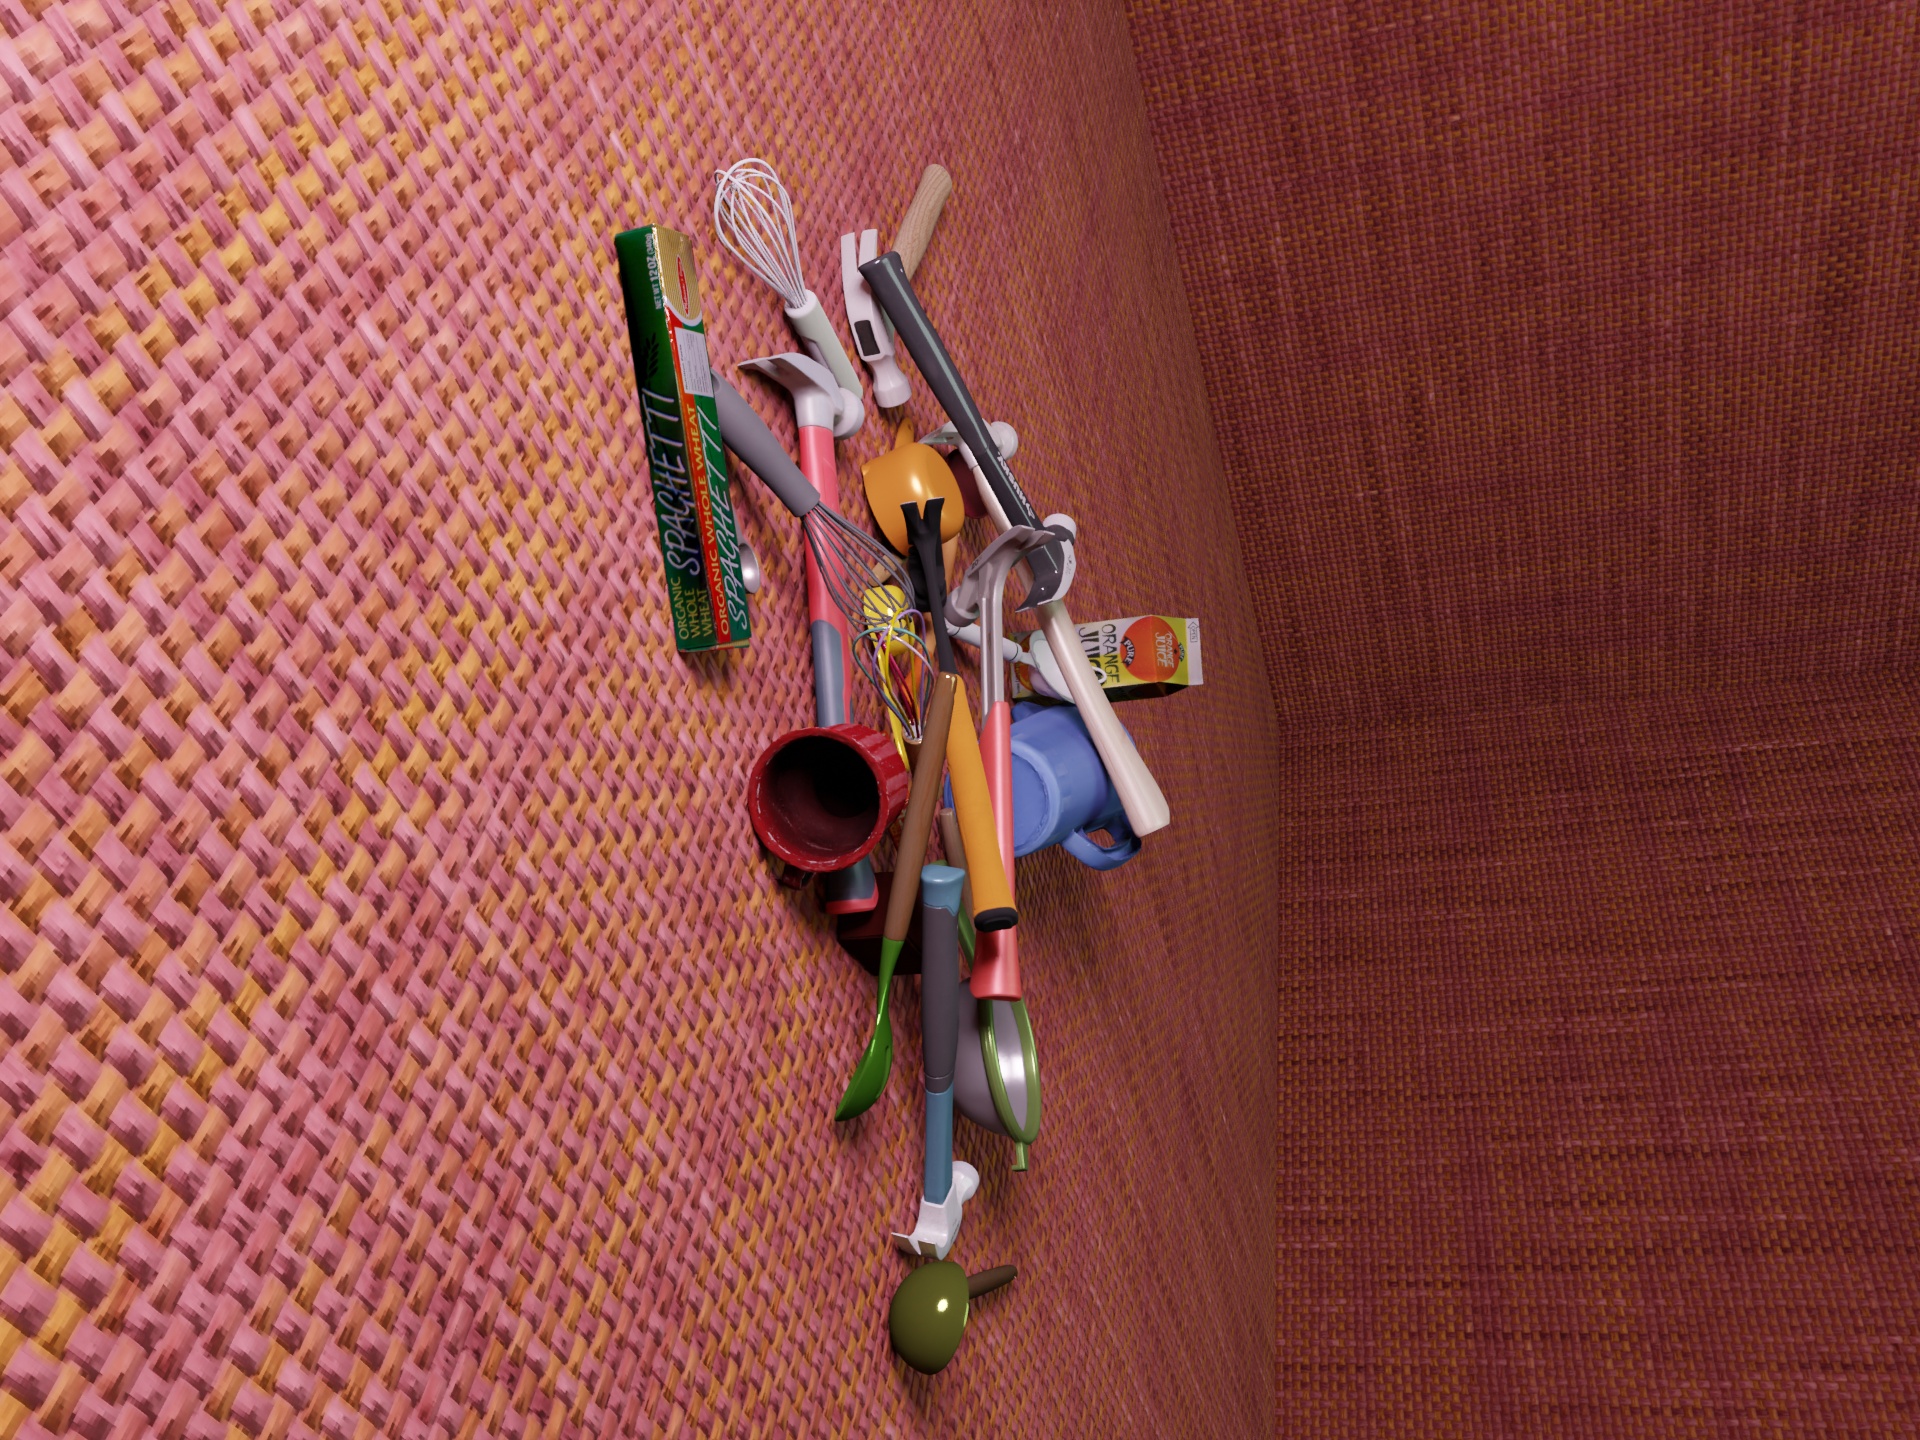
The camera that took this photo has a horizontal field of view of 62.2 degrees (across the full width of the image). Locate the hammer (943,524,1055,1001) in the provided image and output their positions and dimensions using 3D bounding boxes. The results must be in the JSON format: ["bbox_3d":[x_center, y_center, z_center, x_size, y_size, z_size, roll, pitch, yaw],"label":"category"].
[{"bbox_3d":[0.030,0.034,1.221,0.149,0.036,0.359,142,-48,-57],"label":"hammer"}]

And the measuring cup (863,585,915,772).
[{"bbox_3d":[-0.045,-0.034,1.232,0.062,0.029,0.157,54,22,-66],"label":"measuring cup"}]

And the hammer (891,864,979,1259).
[{"bbox_3d":[-0.015,0.250,1.154,0.128,0.033,0.330,-53,148,-61],"label":"hammer"}]

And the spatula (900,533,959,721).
[{"bbox_3d":[-0.019,-0.071,1.357,0.323,0.041,0.080,-79,163,-46],"label":"spatula"}]

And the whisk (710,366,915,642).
[{"bbox_3d":[-0.103,-0.139,1.035,0.238,0.055,0.055,49,34,-30],"label":"whisk"}]

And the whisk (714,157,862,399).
[{"bbox_3d":[-0.117,-0.302,1.132,0.059,0.058,0.246,-54,152,-13],"label":"whisk"}]

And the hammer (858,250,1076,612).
[{"bbox_3d":[0.009,-0.238,1.318,0.334,0.035,0.146,57,28,-31],"label":"hammer"}]

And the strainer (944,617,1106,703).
[{"bbox_3d":[0.051,-0.063,1.505,0.258,0.050,0.087,21,42,-50],"label":"strainer"}]

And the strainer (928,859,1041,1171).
[{"bbox_3d":[-0.002,0.225,1.262,0.152,0.069,0.256,-77,150,-63],"label":"strainer"}]

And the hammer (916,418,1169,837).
[{"bbox_3d":[0.083,-0.085,1.437,0.146,0.038,0.411,-17,82,-61],"label":"hammer"}]

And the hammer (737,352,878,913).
[{"bbox_3d":[-0.097,-0.059,1.108,0.143,0.038,0.386,12,72,-70],"label":"hammer"}]

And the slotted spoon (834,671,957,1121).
[{"bbox_3d":[-0.039,0.121,1.062,0.070,0.031,0.313,-73,175,-82],"label":"slotted spoon"}]

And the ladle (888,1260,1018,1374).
[{"bbox_3d":[0.013,0.452,1.248,0.320,0.062,0.078,41,67,-69],"label":"ladle"}]

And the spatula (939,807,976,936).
[{"bbox_3d":[0.019,0.219,1.409,0.060,0.018,0.315,-66,146,-63],"label":"spatula"}]

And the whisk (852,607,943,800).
[{"bbox_3d":[-0.036,0.000,1.120,0.244,0.051,0.047,80,-7,-60],"label":"whisk"}]

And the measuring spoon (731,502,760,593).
[{"bbox_3d":[-0.155,-0.137,0.999,0.034,0.018,0.124,-58,132,-67],"label":"measuring spoon"}]

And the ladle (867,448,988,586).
[{"bbox_3d":[-0.026,-0.174,1.393,0.069,0.031,0.315,59,26,-14],"label":"ladle"}]

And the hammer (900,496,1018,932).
[{"bbox_3d":[-0.002,-0.004,1.179,0.127,0.034,0.337,87,-7,-60],"label":"hammer"}]

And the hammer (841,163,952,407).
[{"bbox_3d":[-0.049,-0.413,1.400,0.332,0.031,0.129,-77,154,-48],"label":"hammer"}]

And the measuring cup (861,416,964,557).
[{"bbox_3d":[-0.032,-0.211,1.323,0.095,0.052,0.174,51,29,-35],"label":"measuring cup"}]
